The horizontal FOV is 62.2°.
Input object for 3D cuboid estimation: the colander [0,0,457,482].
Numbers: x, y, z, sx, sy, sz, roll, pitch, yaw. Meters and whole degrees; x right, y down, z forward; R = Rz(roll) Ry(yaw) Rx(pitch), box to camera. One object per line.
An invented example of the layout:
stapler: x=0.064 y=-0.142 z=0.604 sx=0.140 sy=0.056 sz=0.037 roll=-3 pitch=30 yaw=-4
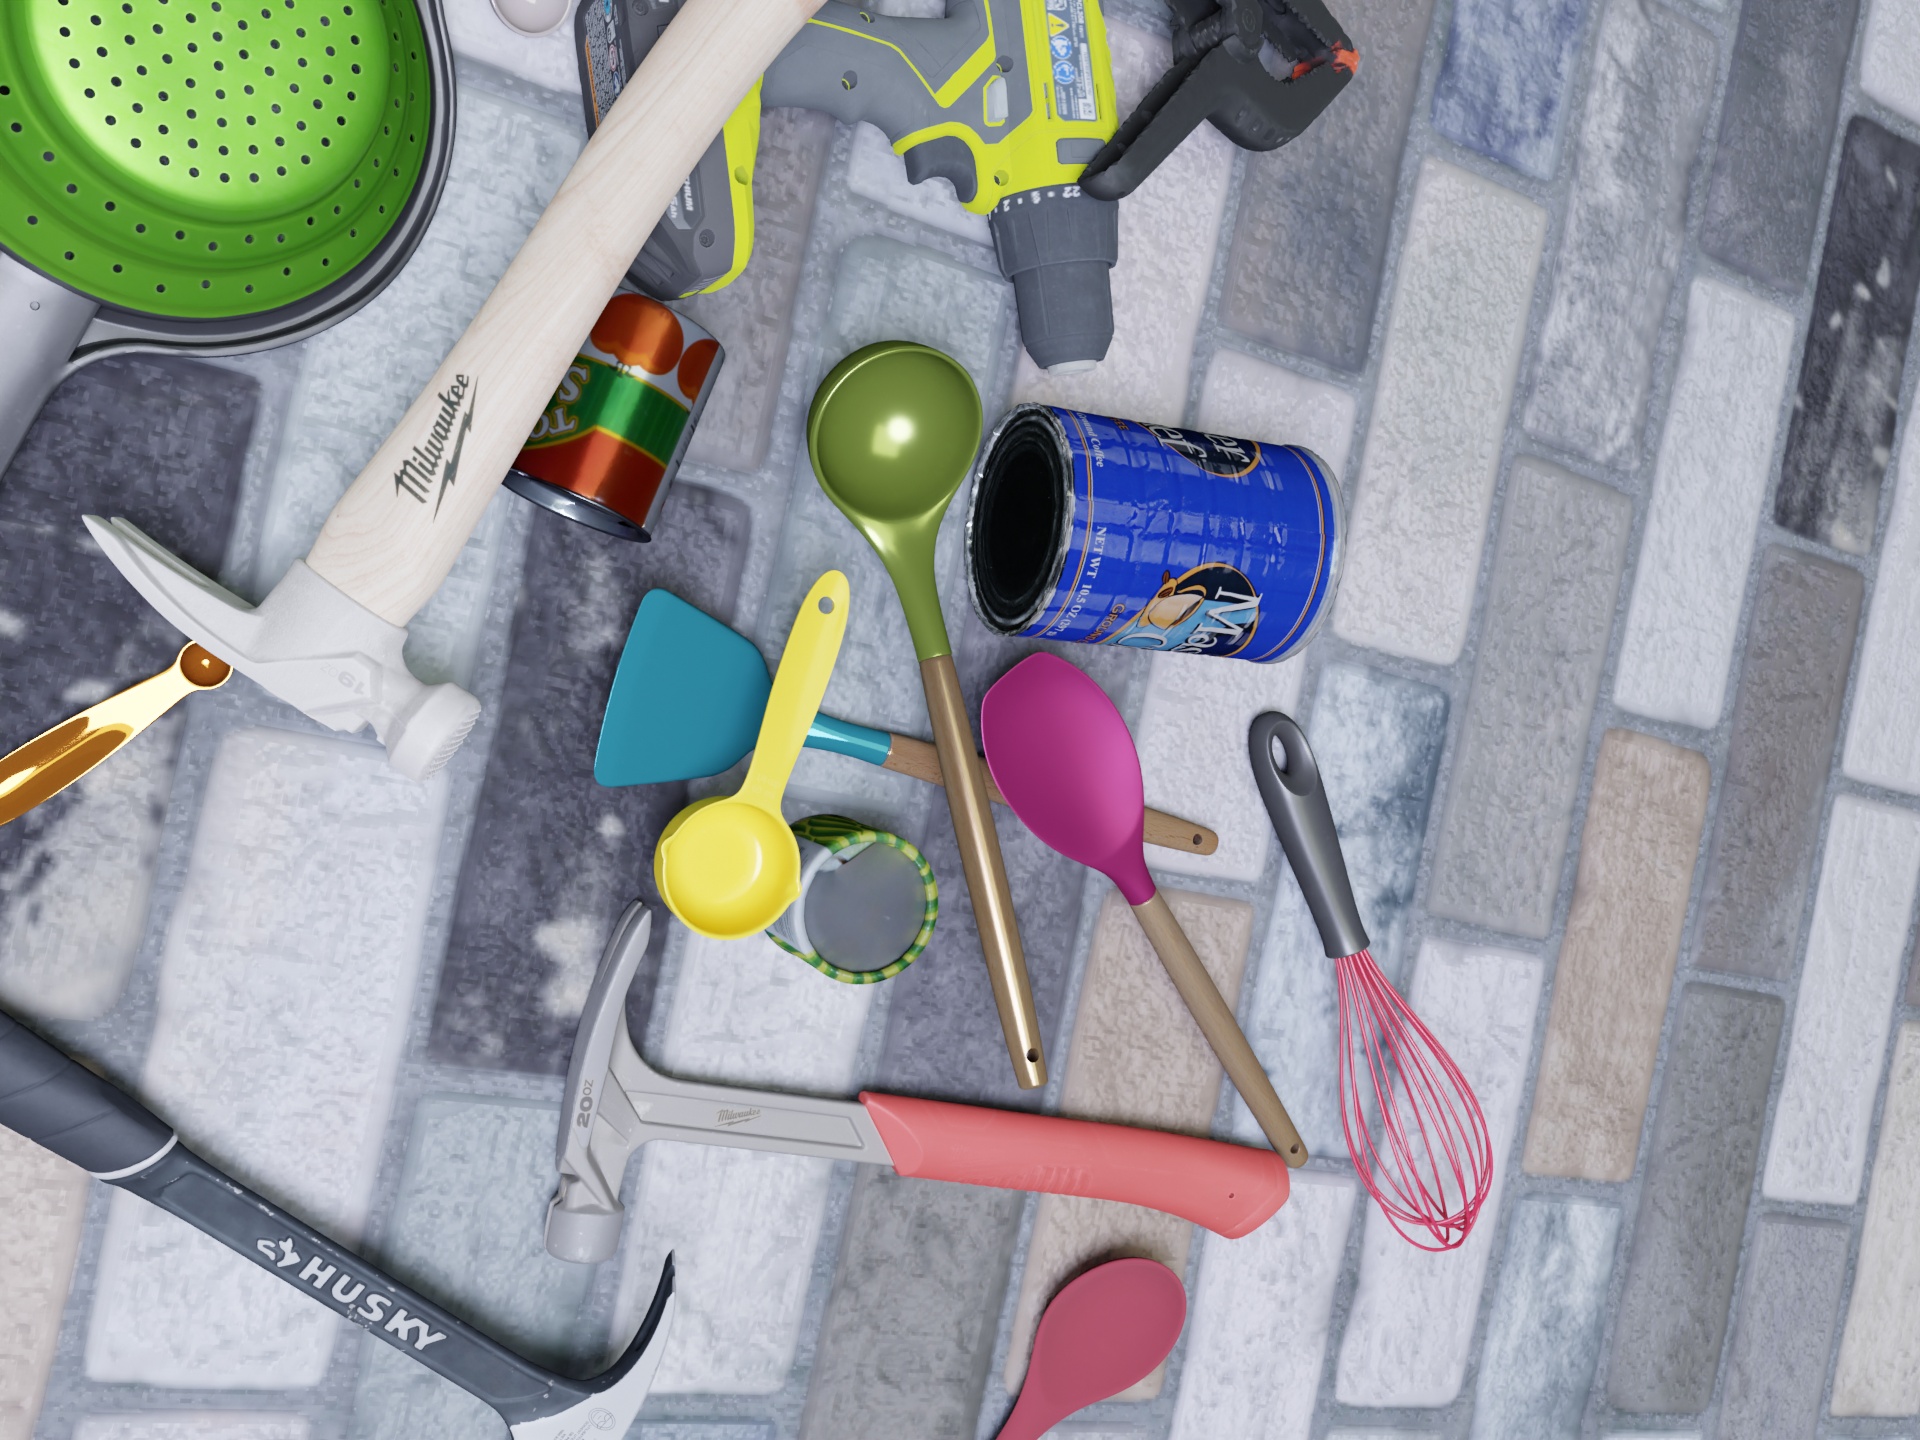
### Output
colander: x=-0.295 y=-0.152 z=0.527 sx=0.204 sy=0.095 sz=0.397 roll=30 pitch=85 yaw=-37

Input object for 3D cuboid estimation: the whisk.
whisk: x=0.204 y=0.134 z=0.811 sx=0.073 sy=0.073 sz=0.296 roll=-23 pitch=95 yaw=-21

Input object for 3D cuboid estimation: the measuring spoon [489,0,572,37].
measuring spoon: x=-0.188 y=-0.325 z=0.608 sx=0.034 sy=0.018 sz=0.124 roll=-36 pitch=125 yaw=-20

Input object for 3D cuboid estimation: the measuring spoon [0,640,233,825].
measuring spoon: x=-0.324 y=0.006 z=0.591 sx=0.117 sy=0.011 sz=0.021 roll=-37 pitch=107 yaw=-14

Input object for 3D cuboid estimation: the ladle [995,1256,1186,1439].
ladle: x=-0.005 y=0.381 z=0.748 sx=0.069 sy=0.031 sz=0.315 roll=45 pitch=78 yaw=-17

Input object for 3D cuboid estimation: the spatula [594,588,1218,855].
spatula: x=-0.008 y=0.023 z=0.713 sx=0.317 sy=0.044 sz=0.082 roll=16 pitch=90 yaw=-25

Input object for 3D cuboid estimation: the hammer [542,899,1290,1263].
hammer: x=-0.001 y=0.185 z=0.731 sx=0.358 sy=0.037 sz=0.149 roll=13 pitch=88 yaw=-24

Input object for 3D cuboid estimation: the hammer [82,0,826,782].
hammer: x=-0.136 y=-0.184 z=0.568 sx=0.146 sy=0.038 sz=0.410 roll=35 pitch=91 yaw=-7

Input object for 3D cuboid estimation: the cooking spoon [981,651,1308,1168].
cooking spoon: x=0.098 y=0.103 z=0.762 sx=0.069 sy=0.017 sz=0.318 roll=-39 pitch=113 yaw=-17

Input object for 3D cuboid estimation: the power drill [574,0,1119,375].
power drill: x=-0.033 y=-0.238 z=0.669 sx=0.228 sy=0.080 sz=0.190 roll=-10 pitch=96 yaw=-26

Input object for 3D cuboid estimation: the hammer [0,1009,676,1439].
hammer: x=-0.286 y=0.169 z=0.591 sx=0.408 sy=0.036 sz=0.149 roll=41 pitch=93 yaw=-18

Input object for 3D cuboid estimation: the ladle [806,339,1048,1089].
ladle: x=-0.001 y=-0.002 z=0.670 sx=0.078 sy=0.062 sz=0.320 roll=-12 pitch=87 yaw=-19

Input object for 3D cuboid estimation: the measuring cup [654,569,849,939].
measuring cup: x=-0.080 y=0.012 z=0.649 sx=0.062 sy=0.029 sz=0.156 roll=23 pitch=82 yaw=-25
